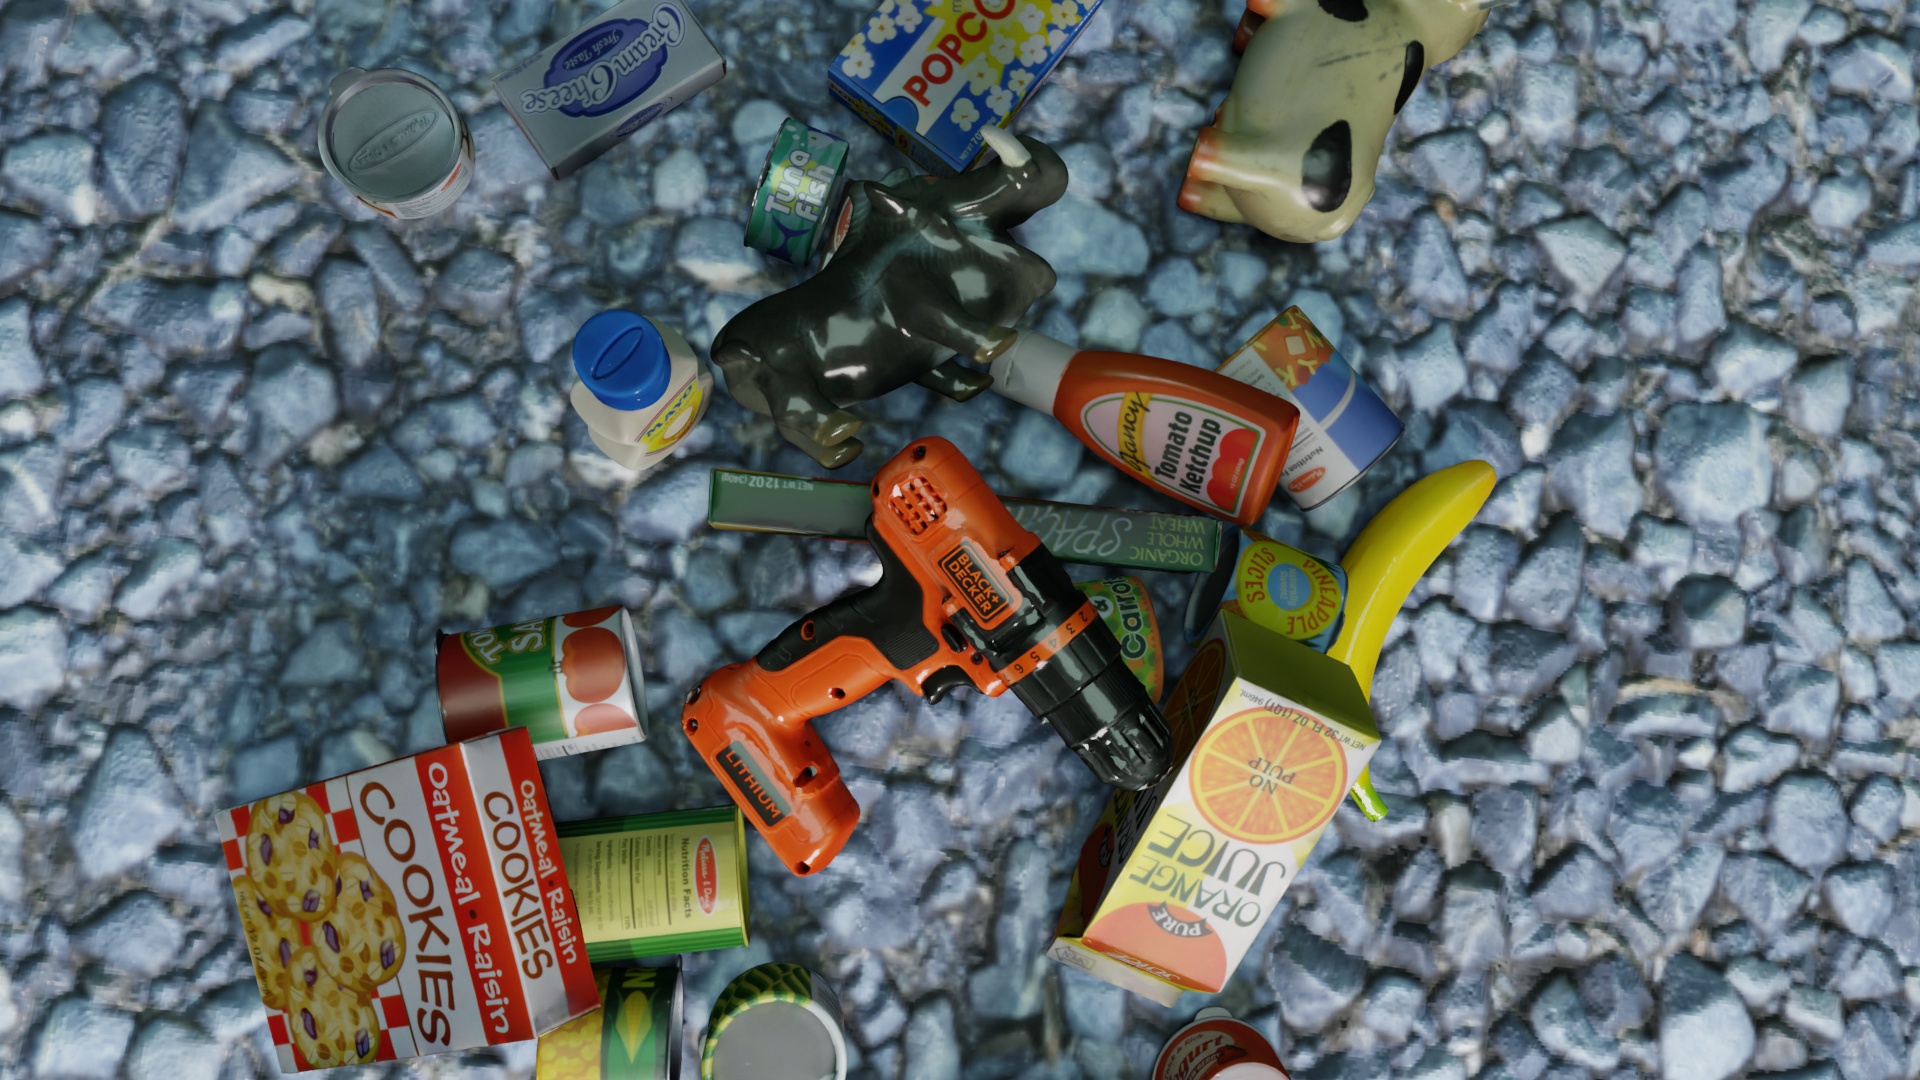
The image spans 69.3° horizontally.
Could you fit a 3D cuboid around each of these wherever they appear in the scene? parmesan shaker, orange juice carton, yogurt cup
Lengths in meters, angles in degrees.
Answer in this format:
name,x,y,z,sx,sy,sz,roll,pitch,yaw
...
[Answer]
name,x,y,z,sx,sy,sz,roll,pitch,yaw
parmesan shaker,-0.152,0.157,0.645,0.103,0.071,0.071,-4,86,-6
orange juice carton,0.113,0.138,0.654,0.072,0.073,0.192,24,110,-5
yogurt cup,0.132,0.272,0.674,0.072,0.054,0.072,0,86,-7

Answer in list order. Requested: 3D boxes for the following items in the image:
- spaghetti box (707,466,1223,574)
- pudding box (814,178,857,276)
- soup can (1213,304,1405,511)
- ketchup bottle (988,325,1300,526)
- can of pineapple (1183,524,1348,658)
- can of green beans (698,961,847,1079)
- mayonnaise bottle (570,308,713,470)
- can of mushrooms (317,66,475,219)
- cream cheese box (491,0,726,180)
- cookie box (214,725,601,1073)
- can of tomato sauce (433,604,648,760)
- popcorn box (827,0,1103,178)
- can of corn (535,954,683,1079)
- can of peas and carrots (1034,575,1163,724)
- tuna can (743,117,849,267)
name,x,y,z,sx,sy,sz,roll,pitch,yaw
spaghetti box,0.002,-0.009,0.684,0.250,0.050,0.028,6,87,-6
pudding box,-0.046,-0.132,0.699,0.050,0.030,0.084,18,83,-4
soup can,0.172,-0.068,0.702,0.071,0.071,0.084,-42,91,-8
ketchup bottle,0.087,-0.063,0.680,0.149,0.044,0.064,25,125,18
can of pineapple,0.151,0.032,0.688,0.058,0.071,0.071,23,83,-4
can of green beans,-0.086,0.237,0.649,0.071,0.058,0.071,1,85,-6
mayonnaise bottle,-0.144,-0.069,0.622,0.041,0.148,0.065,41,83,-2
can of mushrooms,-0.274,-0.194,0.675,0.071,0.033,0.071,0,86,-6
cream cheese box,-0.175,-0.231,0.694,0.104,0.024,0.053,-35,90,-8
cookie box,-0.243,0.158,0.604,0.167,0.040,0.123,-17,87,28
can of tomato sauce,-0.193,0.067,0.646,0.083,0.071,0.071,-10,87,-8
popcorn box,0.003,-0.255,0.711,0.085,0.038,0.127,38,82,-4
can of corn,-0.159,0.227,0.638,0.058,0.071,0.071,1,85,-6
can of peas and carrots,0.062,0.051,0.676,0.059,0.071,0.071,-7,87,-8
tuna can,-0.080,-0.170,0.677,0.033,0.071,0.071,20,84,-6
